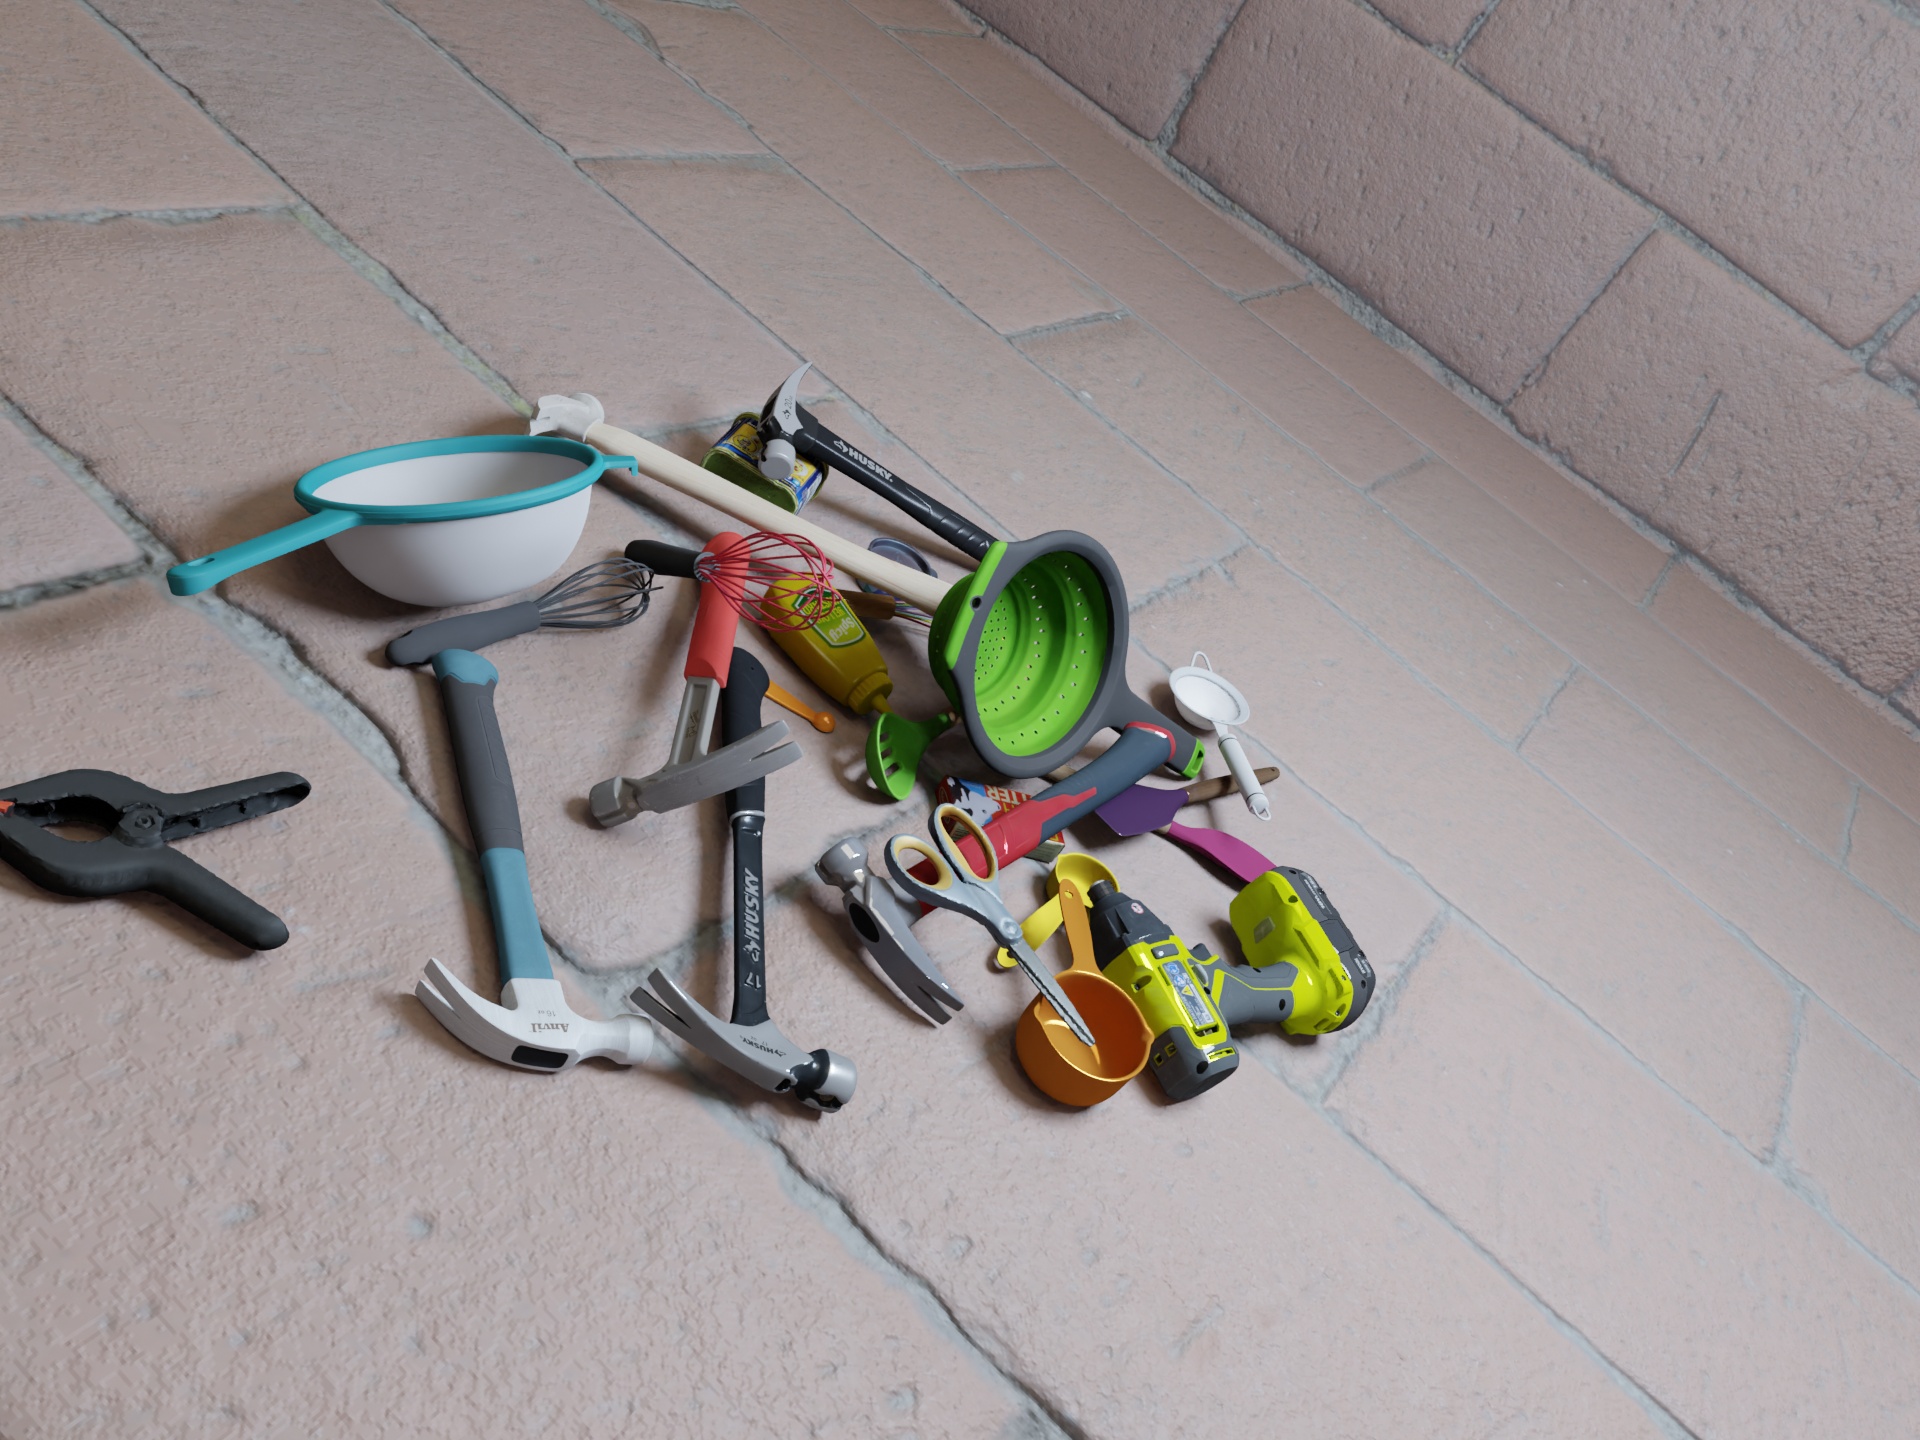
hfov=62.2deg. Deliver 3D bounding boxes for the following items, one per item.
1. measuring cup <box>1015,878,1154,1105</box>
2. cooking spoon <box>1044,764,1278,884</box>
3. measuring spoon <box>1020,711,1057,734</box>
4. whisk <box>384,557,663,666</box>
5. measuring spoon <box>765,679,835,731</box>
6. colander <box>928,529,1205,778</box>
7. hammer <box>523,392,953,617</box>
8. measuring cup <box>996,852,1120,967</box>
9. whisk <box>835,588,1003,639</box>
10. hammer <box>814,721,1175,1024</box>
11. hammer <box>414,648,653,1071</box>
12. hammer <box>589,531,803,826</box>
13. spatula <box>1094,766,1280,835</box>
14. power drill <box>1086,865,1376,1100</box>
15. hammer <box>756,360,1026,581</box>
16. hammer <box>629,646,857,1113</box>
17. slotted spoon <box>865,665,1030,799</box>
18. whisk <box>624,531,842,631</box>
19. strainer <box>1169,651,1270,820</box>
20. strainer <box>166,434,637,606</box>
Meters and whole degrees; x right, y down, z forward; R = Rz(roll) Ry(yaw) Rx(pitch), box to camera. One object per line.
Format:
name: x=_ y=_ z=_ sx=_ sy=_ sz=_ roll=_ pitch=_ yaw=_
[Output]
measuring cup: x=0.078 y=0.194 z=1.139 sx=0.095 sy=0.052 sz=0.174 roll=15 pitch=42 yaw=-21
cooking spoon: x=0.159 y=0.082 z=1.391 sx=0.318 sy=0.017 sz=0.069 roll=27 pitch=26 yaw=-11
measuring spoon: x=0.061 y=0.003 z=1.401 sx=0.034 sy=0.018 sz=0.124 roll=42 pitch=28 yaw=1
whisk: x=-0.315 y=-0.076 z=1.170 sx=0.055 sy=0.055 sz=0.239 roll=46 pitch=39 yaw=18
measuring spoon: x=-0.149 y=-0.027 z=1.276 sx=0.117 sy=0.011 sz=0.021 roll=33 pitch=33 yaw=0
colander: x=0.087 y=-0.033 z=1.365 sx=0.095 sy=0.204 sz=0.396 roll=18 pitch=-9 yaw=41
hammer: x=-0.170 y=-0.173 z=1.354 sx=0.410 sy=0.038 sz=0.146 roll=26 pitch=15 yaw=-4
measuring cup: x=0.068 y=0.154 z=1.222 sx=0.062 sy=0.029 sz=0.156 roll=41 pitch=41 yaw=13
whisk: x=-0.045 y=-0.101 z=1.433 sx=0.244 sy=0.051 sz=0.047 roll=5 pitch=77 yaw=-29
hammer: x=0.063 y=0.092 z=1.225 sx=0.386 sy=0.038 sz=0.143 roll=-26 pitch=73 yaw=-46
hammer: x=-0.291 y=0.077 z=1.007 sx=0.128 sy=0.033 sz=0.331 roll=8 pitch=41 yaw=-35
hammer: x=-0.181 y=-0.053 z=1.201 sx=0.359 sy=0.149 sz=0.036 roll=-92 pitch=158 yaw=-57
spatula: x=0.211 y=0.064 z=1.437 sx=0.060 sy=0.018 sz=0.315 roll=46 pitch=30 yaw=25
power drill: x=0.204 y=0.188 z=1.235 sx=0.223 sy=0.080 sz=0.171 roll=-5 pitch=56 yaw=-41
hammer: x=-0.049 y=-0.214 z=1.513 sx=0.334 sy=0.035 sz=0.146 roll=29 pitch=42 yaw=-31
hammer: x=-0.152 y=0.080 z=1.101 sx=0.149 sy=0.036 sz=0.409 roll=31 pitch=28 yaw=-29
slotted spoon: x=-0.002 y=-0.004 z=1.353 sx=0.314 sy=0.031 sz=0.070 roll=-32 pitch=109 yaw=-58
whisk: x=-0.182 y=-0.114 z=1.202 sx=0.073 sy=0.073 sz=0.296 roll=2 pitch=8 yaw=-38
strainer: x=0.248 y=0.019 z=1.499 sx=0.086 sy=0.050 sz=0.259 roll=14 pitch=29 yaw=-17
strainer: x=-0.386 y=-0.113 z=1.088 sx=0.211 sy=0.095 sz=0.340 roll=10 pitch=27 yaw=25
